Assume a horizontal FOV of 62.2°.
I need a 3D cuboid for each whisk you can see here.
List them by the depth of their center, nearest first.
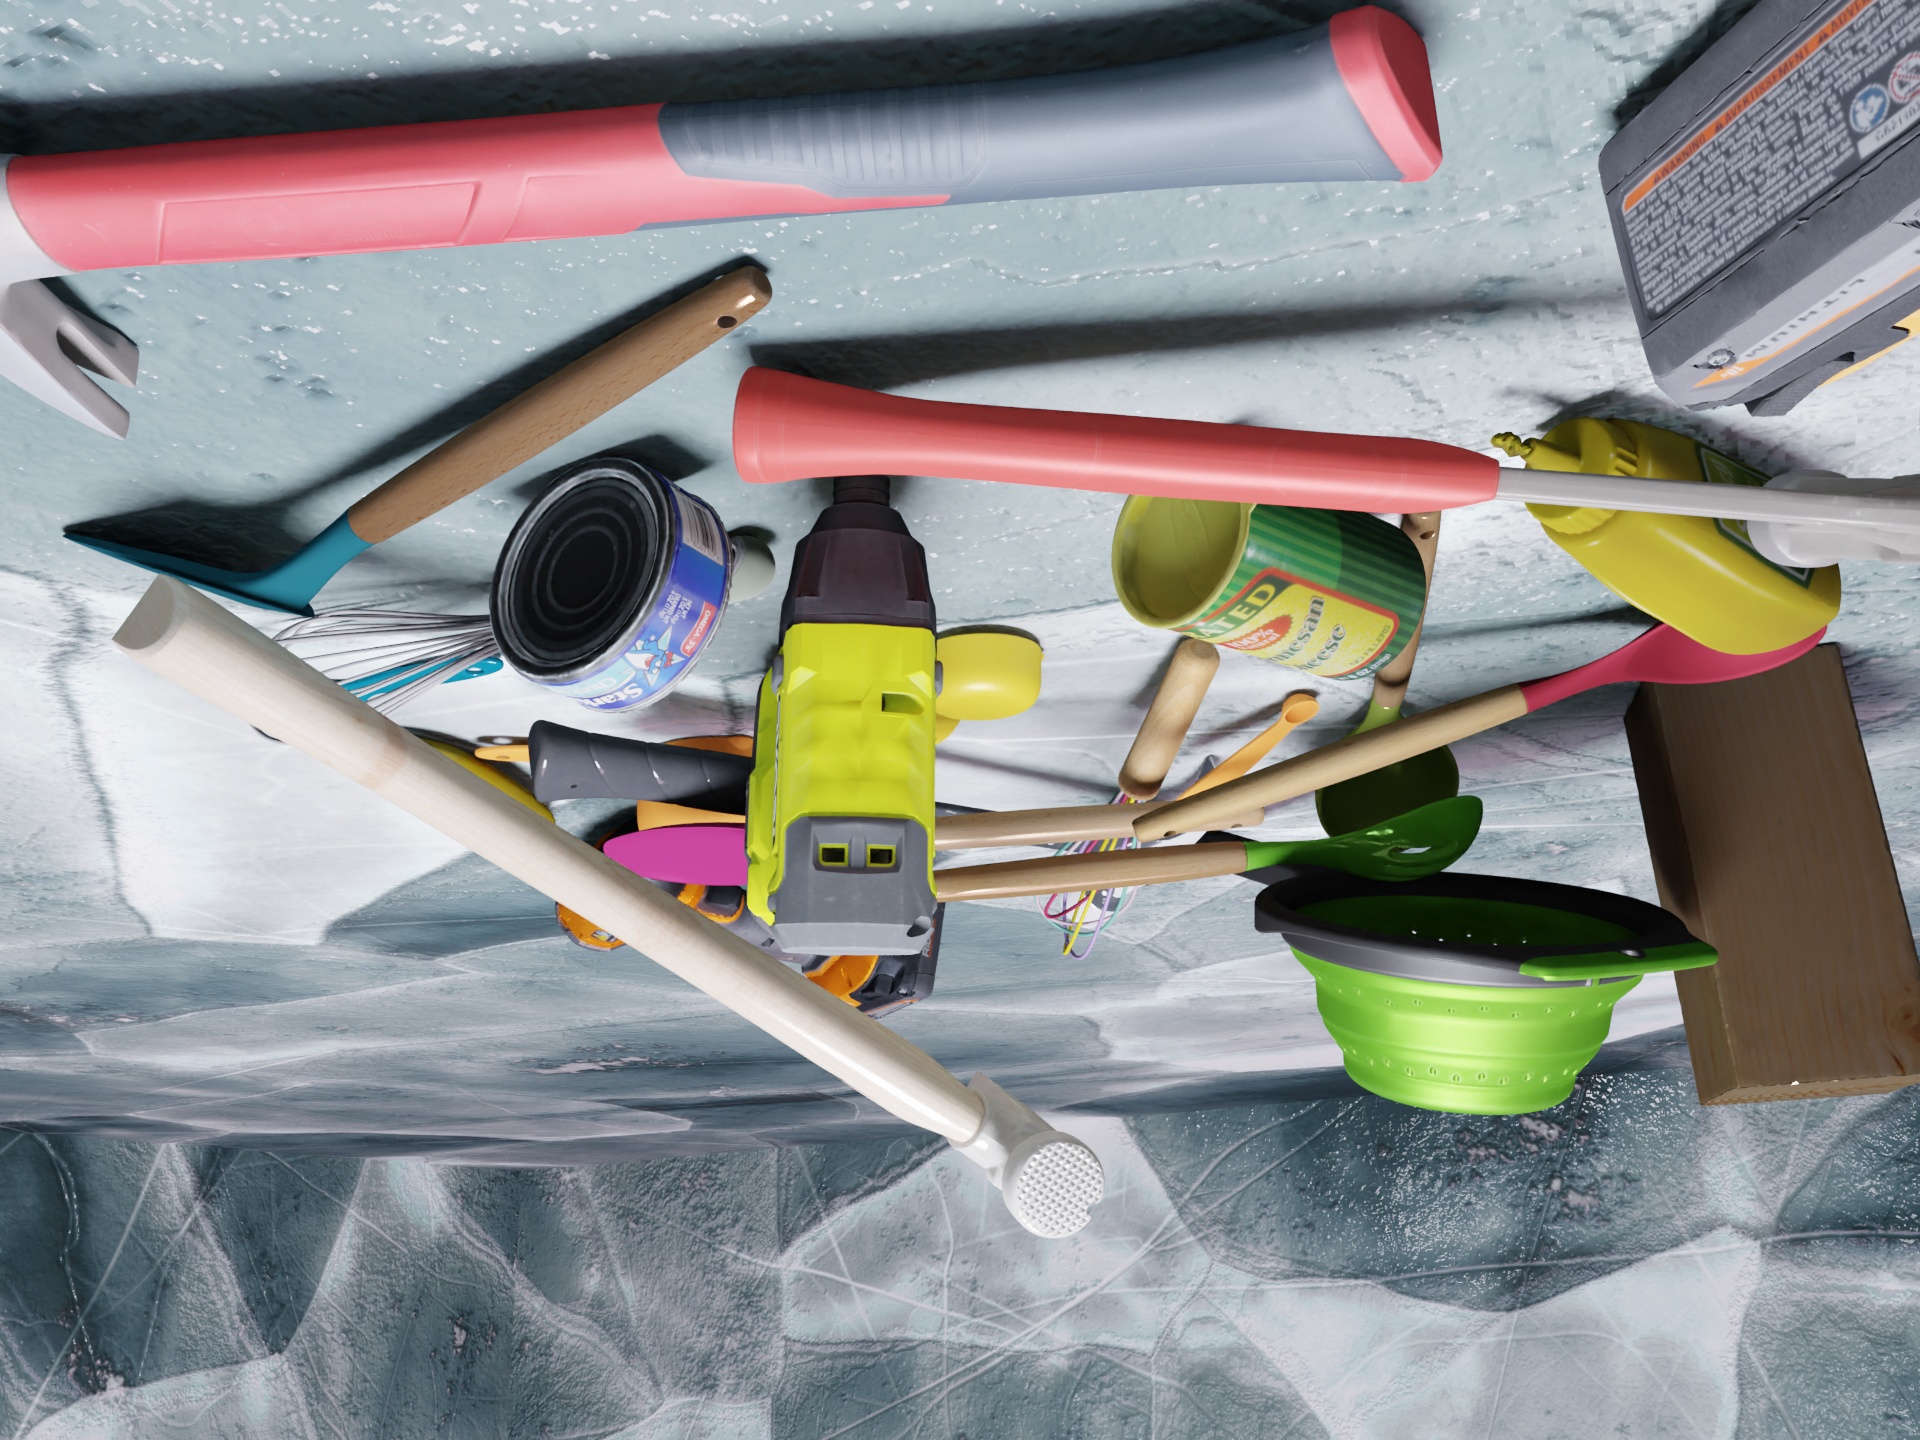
[{"bbox_3d":[-0.189,-0.036,0.643,0.246,0.058,0.059,-13,150,14],"label":"whisk"},{"bbox_3d":[0.084,0.043,0.817,0.047,0.051,0.244,-33,155,-35],"label":"whisk"}]

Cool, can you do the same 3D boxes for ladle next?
[{"bbox_3d":[0.228,0.000,0.718,0.315,0.031,0.069,-19,146,4],"label":"ladle"},{"bbox_3d":[0.206,-0.012,0.740,0.078,0.062,0.320,-18,156,3],"label":"ladle"}]

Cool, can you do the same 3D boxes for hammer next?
[{"bbox_3d":[-0.078,-0.131,0.406,0.386,0.038,0.143,-3,161,2],"label":"hammer"},{"bbox_3d":[0.107,-0.075,0.473,0.359,0.036,0.149,6,-173,7],"label":"hammer"},{"bbox_3d":[-0.131,0.073,0.625,0.410,0.038,0.146,35,172,-13],"label":"hammer"},{"bbox_3d":[-0.032,0.046,0.831,0.408,0.036,0.149,11,140,-37],"label":"hammer"}]

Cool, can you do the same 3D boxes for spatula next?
[{"bbox_3d":[-0.186,-0.087,0.539,0.317,0.044,0.082,-21,152,30],"label":"spatula"}]

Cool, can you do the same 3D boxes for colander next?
[{"bbox_3d":[0.219,0.130,0.870,0.204,0.094,0.397,-1,-175,-22],"label":"colander"}]

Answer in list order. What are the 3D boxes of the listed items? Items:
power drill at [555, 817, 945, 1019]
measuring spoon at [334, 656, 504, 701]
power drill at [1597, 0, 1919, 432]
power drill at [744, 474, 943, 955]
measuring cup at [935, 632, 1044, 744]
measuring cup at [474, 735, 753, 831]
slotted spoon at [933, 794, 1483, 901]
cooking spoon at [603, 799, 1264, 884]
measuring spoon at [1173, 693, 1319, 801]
[{"bbox_3d":[-0.128,0.121,1.001,0.226,0.084,0.164,18,154,-19],"label":"power drill"},{"bbox_3d":[-0.265,-0.009,0.737,0.128,0.021,0.042,-10,159,22],"label":"measuring spoon"},{"bbox_3d":[0.281,-0.122,0.418,0.226,0.084,0.185,0,162,-20],"label":"power drill"},{"bbox_3d":[-0.046,0.011,0.636,0.080,0.171,0.223,2,168,-7],"label":"power drill"},{"bbox_3d":[-0.001,-0.002,0.776,0.062,0.029,0.156,2,161,-12],"label":"measuring cup"},{"bbox_3d":[-0.170,0.043,0.847,0.173,0.052,0.095,5,159,-25],"label":"measuring cup"},{"bbox_3d":[0.116,0.072,0.798,0.313,0.031,0.070,-5,148,-7],"label":"slotted spoon"},{"bbox_3d":[-0.012,0.055,0.771,0.319,0.017,0.068,-4,151,-1],"label":"cooking spoon"},{"bbox_3d":[0.144,0.020,0.837,0.021,0.011,0.117,12,138,-35],"label":"measuring spoon"}]
